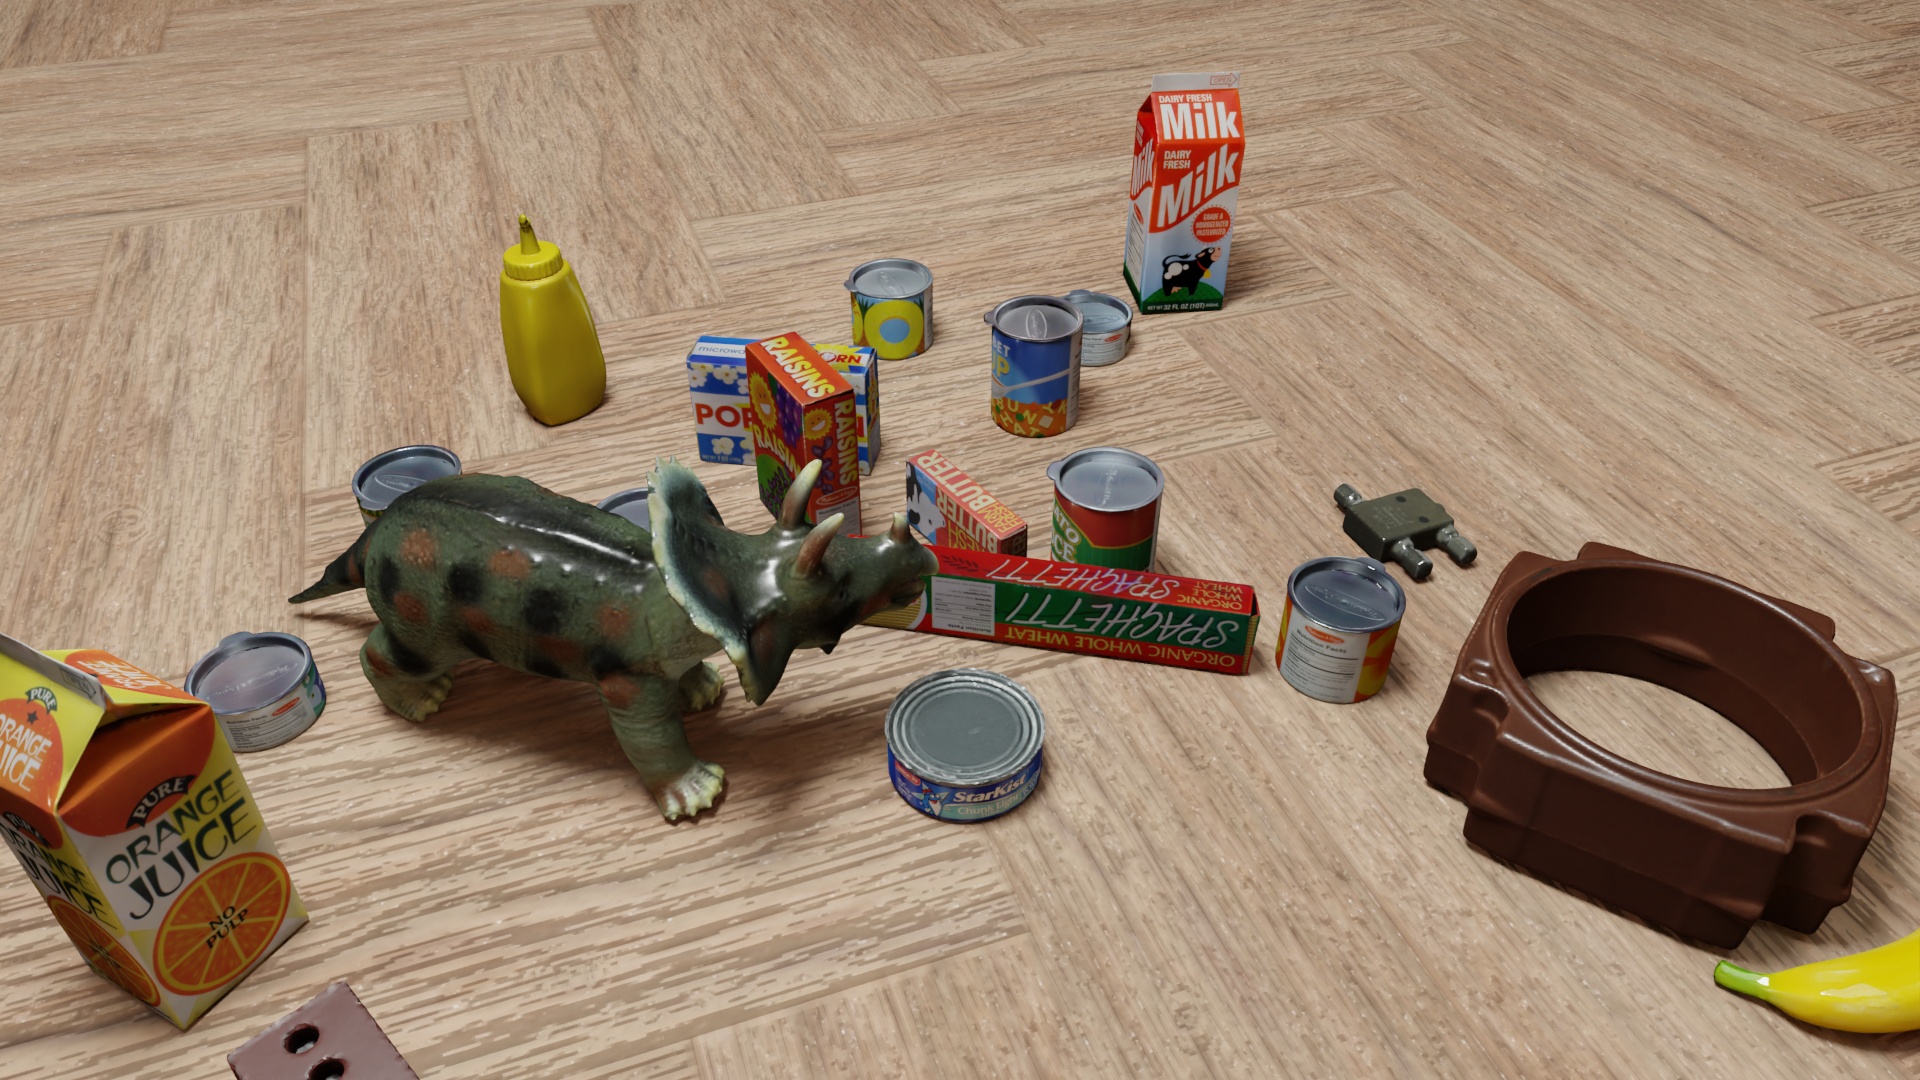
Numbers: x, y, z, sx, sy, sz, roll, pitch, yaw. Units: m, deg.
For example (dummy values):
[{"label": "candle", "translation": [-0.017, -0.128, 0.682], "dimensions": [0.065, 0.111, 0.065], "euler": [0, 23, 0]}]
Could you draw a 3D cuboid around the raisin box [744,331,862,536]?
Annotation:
[{"label": "raisin box", "translation": [-0.100, -0.060, 0.893], "dimensions": [0.040, 0.122, 0.086], "euler": [-20, 42, -24]}]

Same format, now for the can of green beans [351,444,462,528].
[{"label": "can of green beans", "translation": [-0.349, -0.020, 0.893], "dimensions": [0.071, 0.057, 0.071], "euler": [0, 38, 0]}]

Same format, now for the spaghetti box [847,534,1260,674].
[{"label": "spaghetti box", "translation": [0.050, 0.038, 0.828], "dimensions": [0.250, 0.049, 0.029], "euler": [7, 39, 9]}]

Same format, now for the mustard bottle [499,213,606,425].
[{"label": "mustard bottle", "translation": [-0.296, -0.162, 0.992], "dimensions": [0.049, 0.159, 0.065], "euler": [31, 47, 33]}]

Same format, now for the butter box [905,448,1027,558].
[{"label": "butter box", "translation": [0.003, -0.011, 0.888], "dimensions": [0.024, 0.052, 0.104], "euler": [-24, 44, -28]}]

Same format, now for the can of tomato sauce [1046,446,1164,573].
[{"label": "can of tomato sauce", "translation": [0.087, -0.006, 0.857], "dimensions": [0.071, 0.082, 0.071], "euler": [0, 38, 0]}]

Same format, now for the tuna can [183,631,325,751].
[{"label": "tuna can", "translation": [-0.397, 0.084, 0.782], "dimensions": [0.071, 0.032, 0.071], "euler": [0, 38, 0]}]

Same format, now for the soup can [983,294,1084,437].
[{"label": "soup can", "translation": [0.052, -0.127, 1.010], "dimensions": [0.071, 0.083, 0.072], "euler": [0, 38, 0]}]

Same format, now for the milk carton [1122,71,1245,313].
[{"label": "milk carton", "translation": [0.181, -0.286, 1.127], "dimensions": [0.072, 0.189, 0.074], "euler": [-4, 38, -6]}]

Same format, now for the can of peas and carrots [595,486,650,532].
[{"label": "can of peas and carrots", "translation": [-0.193, 0.010, 0.855], "dimensions": [0.071, 0.058, 0.071], "euler": [0, 38, 0]}]

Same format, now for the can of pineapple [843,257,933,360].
[{"label": "can of pineapple", "translation": [-0.056, -0.184, 1.103], "dimensions": [0.071, 0.057, 0.071], "euler": [0, 38, 0]}]

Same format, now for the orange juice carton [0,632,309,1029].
[{"label": "orange juice carton", "translation": [-0.365, 0.119, 0.609], "dimensions": [0.072, 0.191, 0.073], "euler": [19, 42, 23]}]

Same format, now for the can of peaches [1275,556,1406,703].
[{"label": "can of peaches", "translation": [0.220, 0.051, 0.806], "dimensions": [0.071, 0.057, 0.071], "euler": [0, 38, 0]}]

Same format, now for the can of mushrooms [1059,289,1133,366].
[{"label": "can of mushrooms", "translation": [0.102, -0.170, 1.105], "dimensions": [0.071, 0.033, 0.071], "euler": [0, 38, 0]}]

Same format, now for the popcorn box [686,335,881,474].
[{"label": "popcorn box", "translation": [-0.122, -0.094, 0.967], "dimensions": [0.127, 0.084, 0.038], "euler": [5, 38, 6]}]
